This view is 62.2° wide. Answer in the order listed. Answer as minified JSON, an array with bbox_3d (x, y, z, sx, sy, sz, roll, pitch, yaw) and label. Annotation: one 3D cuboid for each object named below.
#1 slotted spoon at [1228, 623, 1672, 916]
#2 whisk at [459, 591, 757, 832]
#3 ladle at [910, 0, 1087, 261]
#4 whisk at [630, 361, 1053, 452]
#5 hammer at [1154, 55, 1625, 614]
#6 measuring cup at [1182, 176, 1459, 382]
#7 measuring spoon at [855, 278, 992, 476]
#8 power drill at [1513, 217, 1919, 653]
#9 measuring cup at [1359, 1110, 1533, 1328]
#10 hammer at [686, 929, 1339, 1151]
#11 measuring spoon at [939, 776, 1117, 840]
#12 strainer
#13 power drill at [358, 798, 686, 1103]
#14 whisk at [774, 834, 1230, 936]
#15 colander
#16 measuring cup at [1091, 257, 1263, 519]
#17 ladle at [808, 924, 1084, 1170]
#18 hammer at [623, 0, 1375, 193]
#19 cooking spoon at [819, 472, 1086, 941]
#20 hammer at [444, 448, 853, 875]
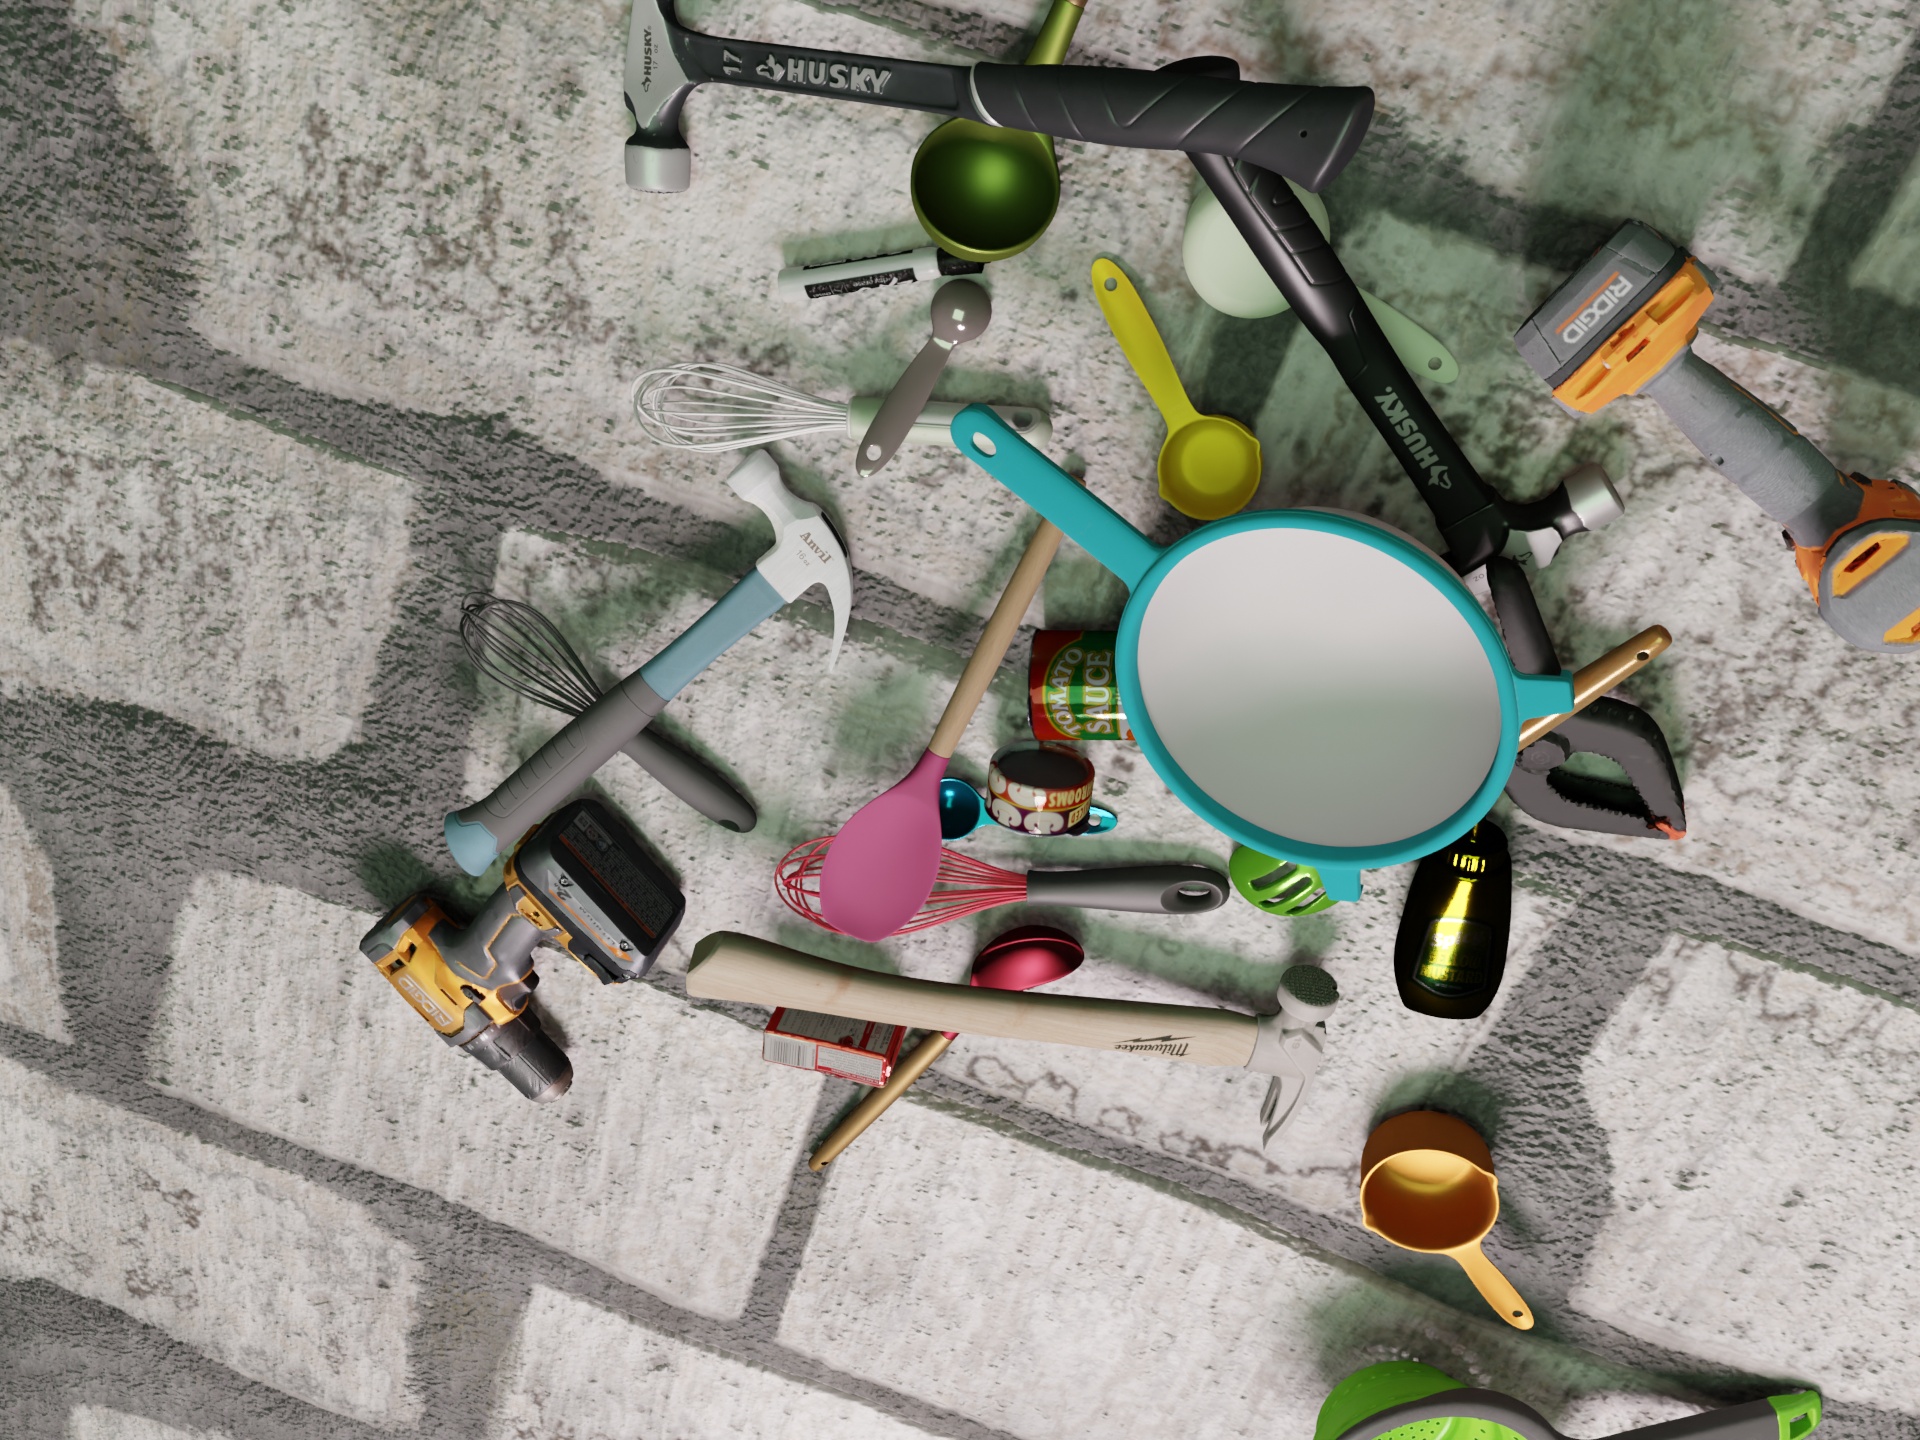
[{"bbox_3d":[0.268,0.037,0.905,0.070,0.031,0.313,36,131,-13],"label":"slotted spoon"},{"bbox_3d":[-0.228,-0.002,1.037,0.239,0.055,0.055,39,119,-12],"label":"whisk"},{"bbox_3d":[0.064,-0.375,0.771,0.078,0.062,0.320,26,117,-3],"label":"ladle"},{"bbox_3d":[-0.070,-0.175,0.911,0.246,0.058,0.059,5,152,6],"label":"whisk"},{"bbox_3d":[0.194,-0.190,0.808,0.146,0.035,0.334,-30,118,26],"label":"hammer"},{"bbox_3d":[0.190,-0.221,0.825,0.167,0.038,0.083,34,119,-2],"label":"measuring cup"},{"bbox_3d":[-0.023,-0.189,0.878,0.034,0.018,0.124,32,93,1],"label":"measuring spoon"},{"bbox_3d":[0.379,-0.139,0.770,0.226,0.164,0.084,44,118,4],"label":"power drill"},{"bbox_3d":[0.335,0.334,1.066,0.095,0.052,0.173,-31,108,25],"label":"measuring cup"},{"bbox_3d":[0.027,0.197,1.037,0.410,0.038,0.146,8,126,0],"label":"hammer"},{"bbox_3d":[0.036,0.058,1.021,0.128,0.021,0.042,5,105,1],"label":"measuring spoon"},{"bbox_3d":[0.147,-0.071,0.850,0.340,0.095,0.211,39,133,5],"label":"strainer"},{"bbox_3d":[-0.296,0.173,1.123,0.226,0.084,0.185,-31,106,30],"label":"power drill"},{"bbox_3d":[0.024,0.107,1.026,0.296,0.073,0.073,0,117,7],"label":"whisk"},{"bbox_3d":[0.397,0.508,1.129,0.397,0.095,0.204,-14,113,0],"label":"colander"},{"bbox_3d":[0.116,-0.184,0.877,0.062,0.029,0.156,-27,96,24],"label":"measuring cup"},{"bbox_3d":[-0.022,0.233,1.113,0.069,0.031,0.315,21,126,-29],"label":"ladle"},{"bbox_3d":[-0.002,-0.308,0.762,0.409,0.036,0.149,18,117,27],"label":"hammer"},{"bbox_3d":[-0.002,-0.003,0.955,0.068,0.017,0.319,26,106,-4],"label":"cooking spoon"},{"bbox_3d":[-0.201,-0.015,0.991,0.331,0.033,0.128,-39,106,14],"label":"hammer"}]
